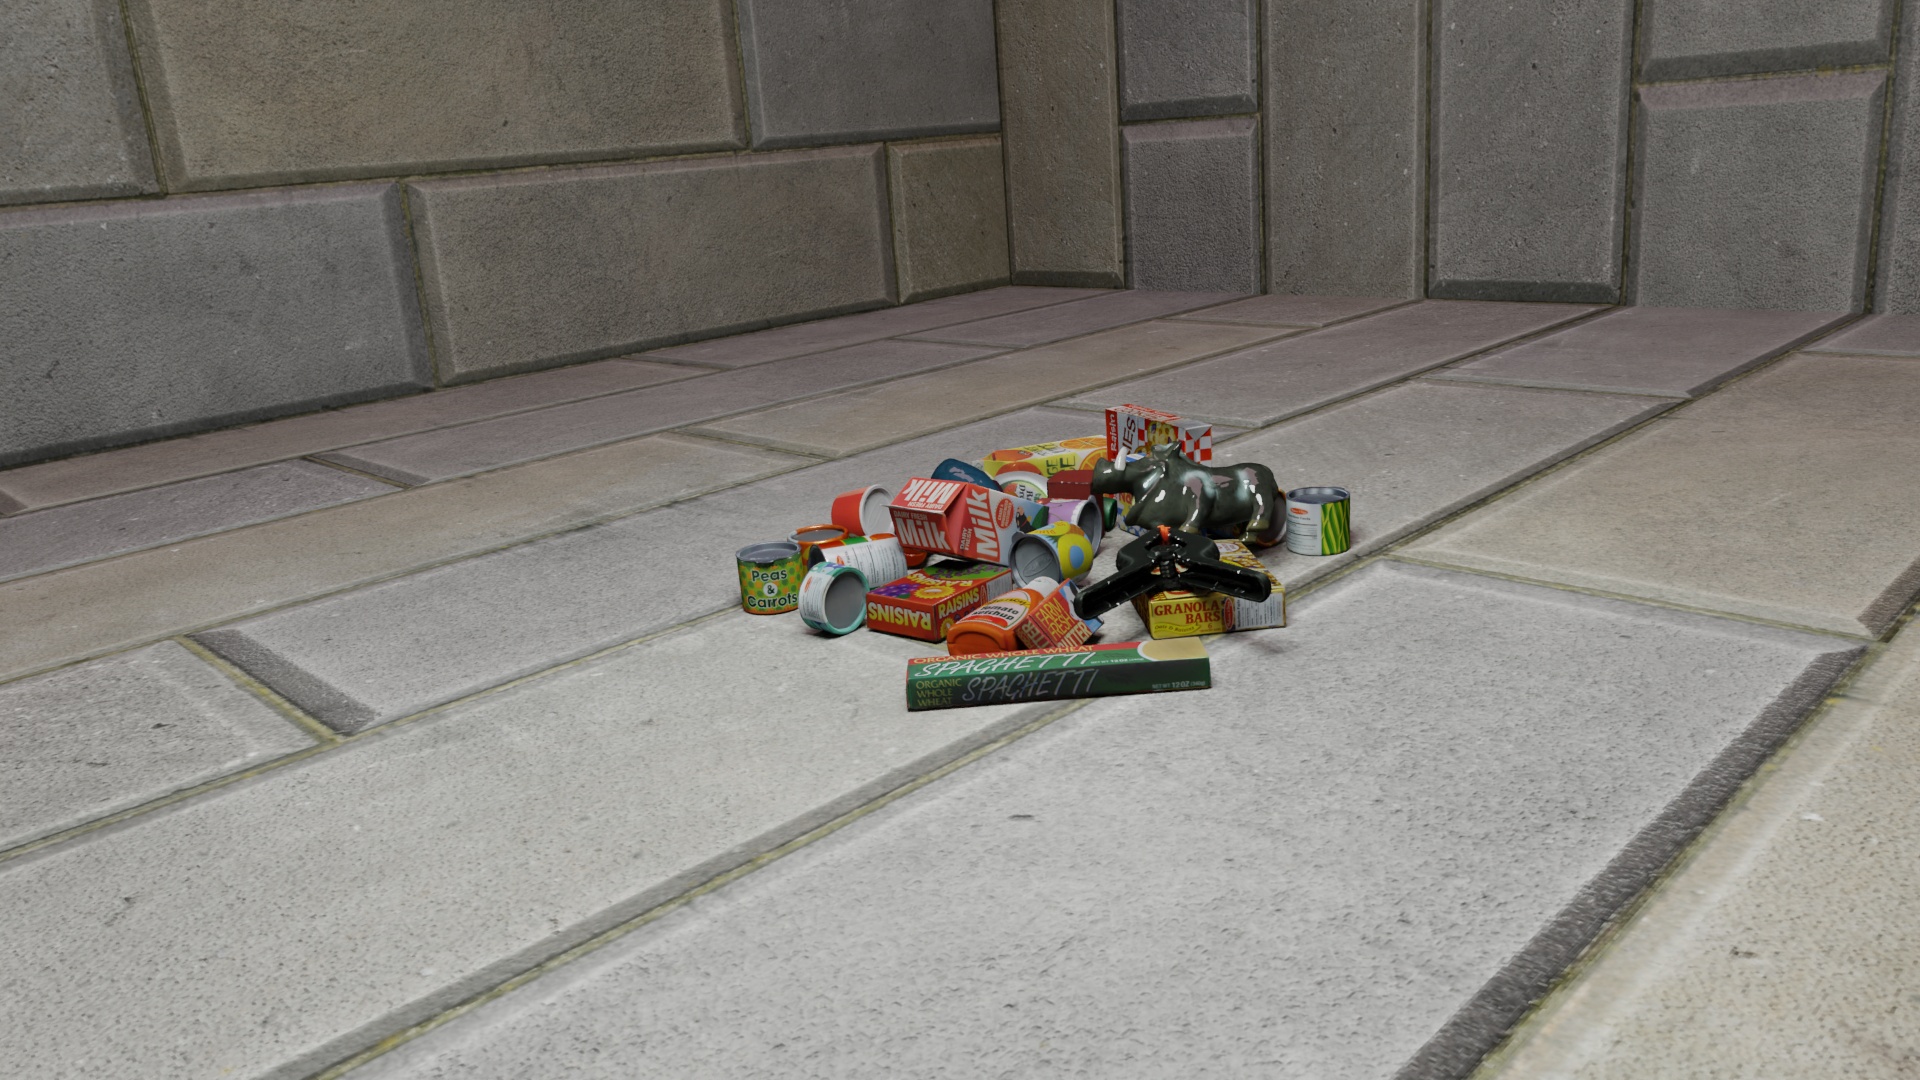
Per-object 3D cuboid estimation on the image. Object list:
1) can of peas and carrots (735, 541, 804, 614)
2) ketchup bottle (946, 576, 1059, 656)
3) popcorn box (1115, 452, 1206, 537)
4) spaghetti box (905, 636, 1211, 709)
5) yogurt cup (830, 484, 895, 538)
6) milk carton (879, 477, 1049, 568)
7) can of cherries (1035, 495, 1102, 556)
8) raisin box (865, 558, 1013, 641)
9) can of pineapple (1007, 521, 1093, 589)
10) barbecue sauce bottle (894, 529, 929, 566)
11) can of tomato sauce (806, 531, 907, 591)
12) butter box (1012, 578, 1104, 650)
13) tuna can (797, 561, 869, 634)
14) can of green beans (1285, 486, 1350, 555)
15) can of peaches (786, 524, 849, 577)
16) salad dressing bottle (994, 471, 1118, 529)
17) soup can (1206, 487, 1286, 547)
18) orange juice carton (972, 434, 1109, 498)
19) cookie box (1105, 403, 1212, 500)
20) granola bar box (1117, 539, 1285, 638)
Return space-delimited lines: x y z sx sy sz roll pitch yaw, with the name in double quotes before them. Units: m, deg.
"can of peas and carrots" -0.191 0.038 1.404 0.071 0.058 0.071 -4 17 1
"ketchup bottle" 0.047 0.072 1.253 0.065 0.043 0.149 5 18 27
"popcorn box" 0.220 -0.044 1.529 0.038 0.085 0.127 -10 17 -24
"spaghetti box" 0.078 0.109 1.143 0.250 0.028 0.050 -4 15 0
"yogurt cup" -0.113 -0.030 1.610 0.054 0.072 0.073 -3 14 36
"milk carton" 0.005 -0.017 1.396 0.072 0.073 0.190 7 -4 38
"can of cherries" 0.112 -0.014 1.483 0.058 0.071 0.072 4 18 30
"raisin box" -0.019 0.056 1.333 0.086 0.040 0.124 9 19 37
"can of pineapple" 0.090 0.017 1.385 0.071 0.070 0.058 9 20 40
"barbecue sauce bottle" -0.046 -0.010 1.556 0.065 0.043 0.149 6 18 4
"can of tomato sauce" -0.104 0.030 1.399 0.083 0.071 0.071 -11 17 -23
"butter box" 0.087 0.074 1.218 0.024 0.053 0.104 -41 -3 30
"tuna can" -0.117 0.055 1.318 0.033 0.071 0.071 10 21 40
"can of green beans" 0.375 -0.021 1.459 0.071 0.057 0.071 -4 16 1
"can of peaches" -0.145 0.019 1.459 0.071 0.058 0.071 -5 16 1
"salad dressing bottle" 0.107 -0.043 1.606 0.148 0.064 0.044 10 18 20
"soup can" 0.302 -0.033 1.499 0.071 0.071 0.084 -16 20 -35
"orange juice carton" 0.106 -0.077 1.696 0.193 0.071 0.073 -10 16 -20
"cookie box" 0.227 -0.084 1.597 0.040 0.122 0.167 -10 17 -24
"granola bar box" 0.225 0.042 1.316 0.124 0.039 0.166 -5 16 -3
